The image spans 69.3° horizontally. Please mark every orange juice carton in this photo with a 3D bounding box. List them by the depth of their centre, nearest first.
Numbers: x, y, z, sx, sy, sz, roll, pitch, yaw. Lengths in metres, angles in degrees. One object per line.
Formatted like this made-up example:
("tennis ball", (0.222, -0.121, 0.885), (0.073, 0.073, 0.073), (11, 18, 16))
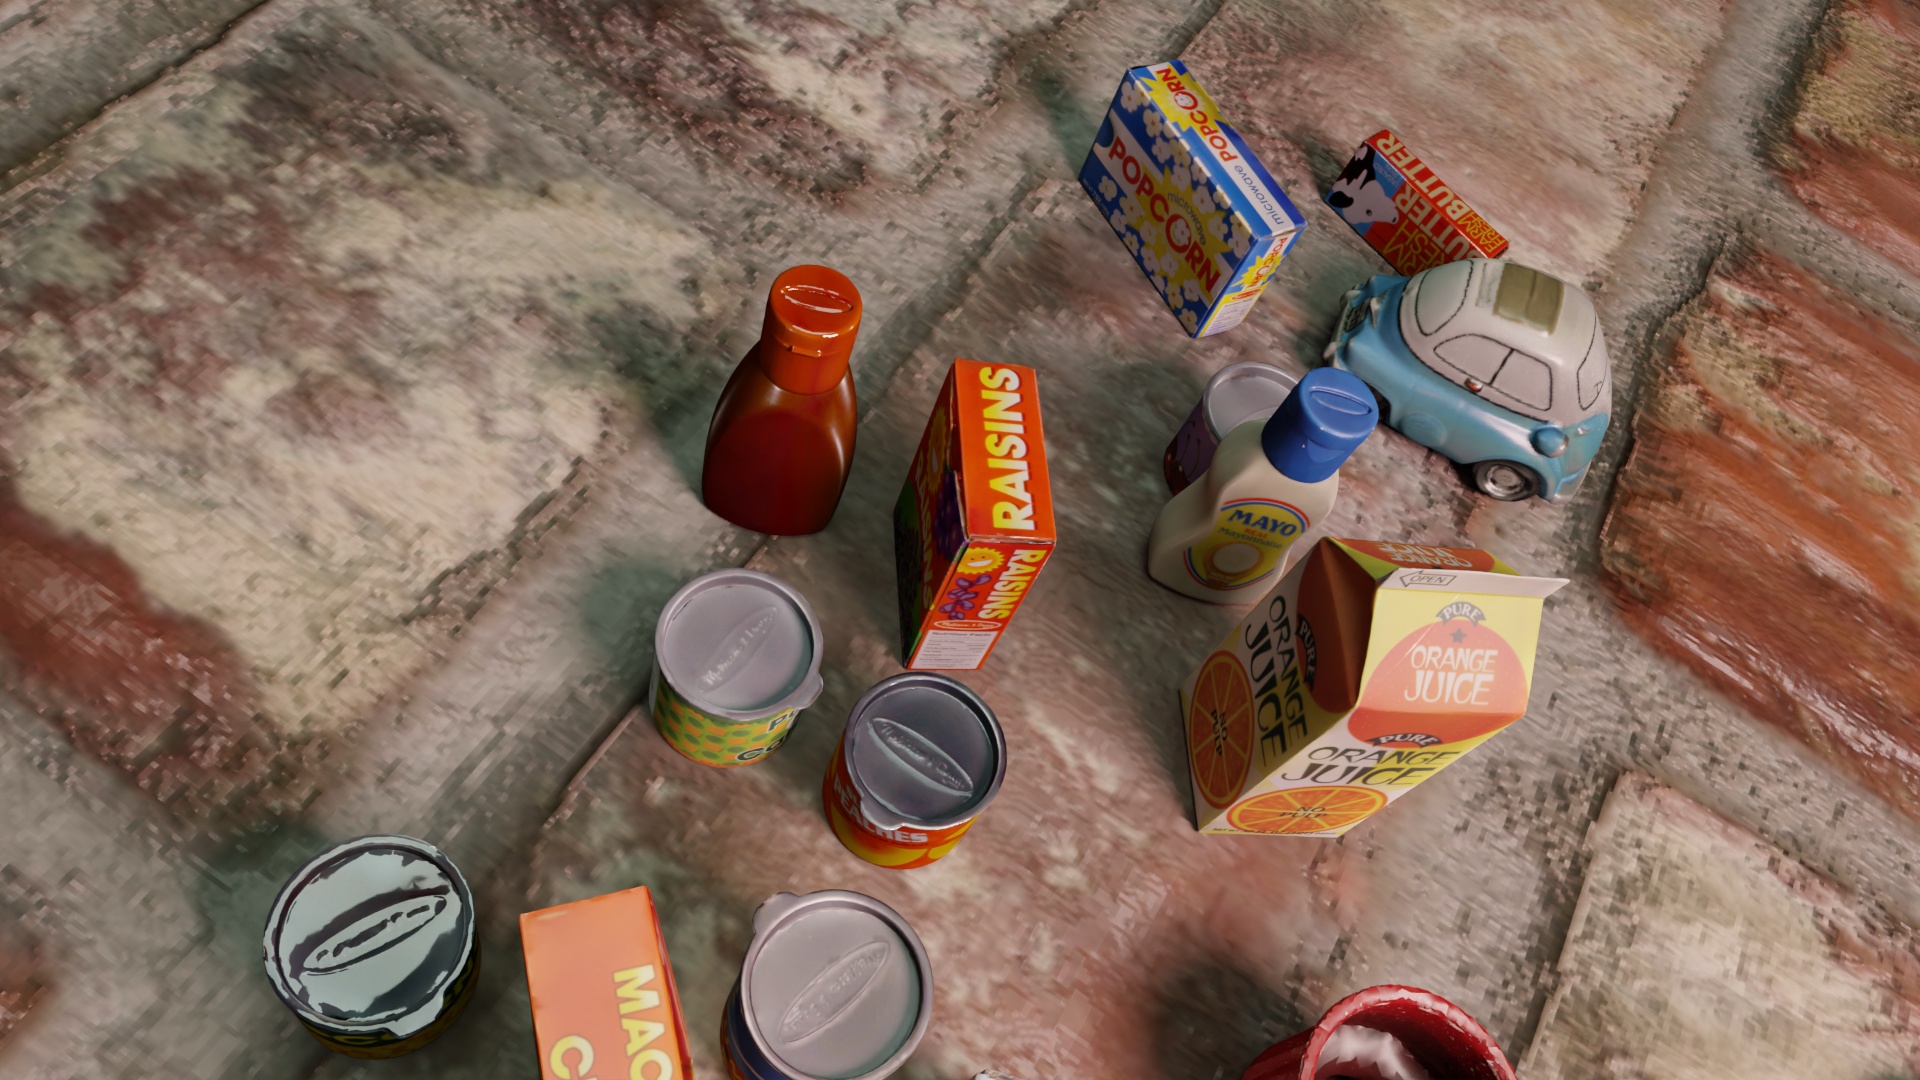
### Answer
("orange juice carton", (0.160, 0.057, 0.564), (0.072, 0.191, 0.073), (5, 60, -13))

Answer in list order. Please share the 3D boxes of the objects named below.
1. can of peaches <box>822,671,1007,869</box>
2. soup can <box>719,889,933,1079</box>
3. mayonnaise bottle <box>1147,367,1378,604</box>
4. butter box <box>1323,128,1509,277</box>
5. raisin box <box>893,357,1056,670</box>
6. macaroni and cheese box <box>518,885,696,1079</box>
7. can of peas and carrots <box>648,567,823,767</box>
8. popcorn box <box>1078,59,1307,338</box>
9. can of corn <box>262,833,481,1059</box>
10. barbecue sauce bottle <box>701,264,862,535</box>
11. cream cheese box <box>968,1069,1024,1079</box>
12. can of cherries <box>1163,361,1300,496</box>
("can of peaches", (-0.022, 0.097, 0.569), (0.071, 0.057, 0.071), (7, 59, -12))
("soup can", (-0.052, 0.168, 0.503), (0.071, 0.083, 0.071), (7, 59, -12))
("mayonnaise bottle", (0.137, -0.022, 0.630), (0.065, 0.147, 0.041), (15, 58, -7))
("butter box", (0.268, -0.188, 0.820), (0.024, 0.053, 0.103), (-33, 74, -29))
("raisin box", (0.002, -0.007, 0.597), (0.040, 0.122, 0.086), (4, 60, -14))
("macaroni and cheese box", (-0.105, 0.190, 0.427), (0.040, 0.165, 0.124), (-8, 64, -20))
("can of peas and carrots", (-0.092, 0.055, 0.573), (0.071, 0.058, 0.071), (7, 59, -12))
("popcorn box", (0.123, -0.186, 0.758), (0.038, 0.084, 0.127), (-22, 69, -25))
("can of corn", (-0.203, 0.146, 0.488), (0.071, 0.058, 0.071), (7, 59, -12))
("barbecue sauce bottle", (-0.072, -0.056, 0.589), (0.065, 0.147, 0.044), (12, 59, -9))
("cream cheese box", (0.001, 0.246, 0.491), (0.024, 0.053, 0.104), (17, 58, -6))
("can of cherries", (0.143, -0.045, 0.698), (0.071, 0.058, 0.072), (7, 59, -12))
